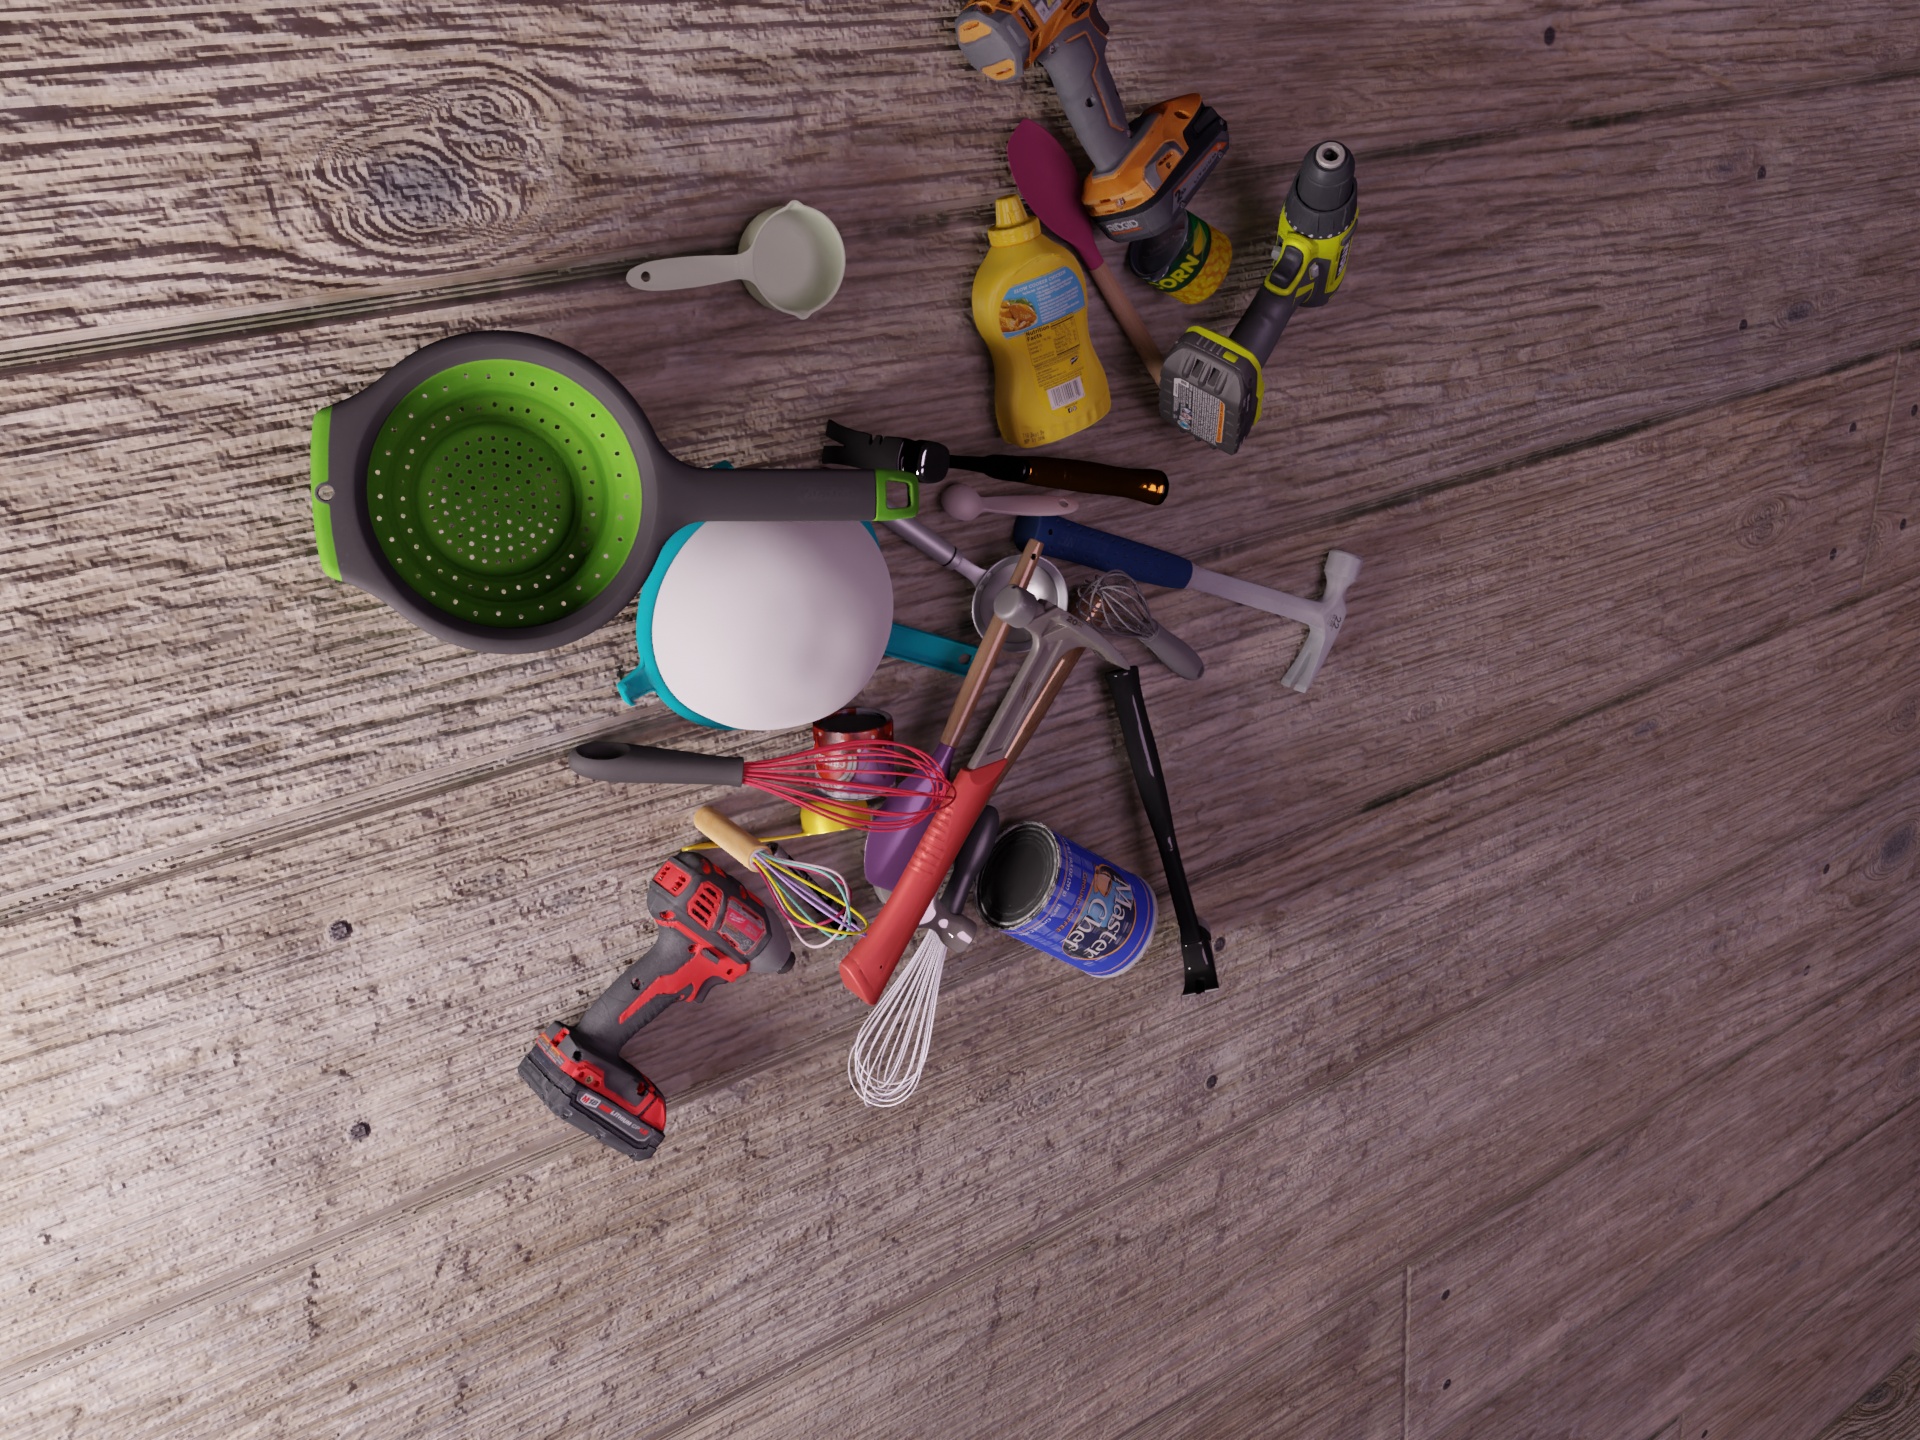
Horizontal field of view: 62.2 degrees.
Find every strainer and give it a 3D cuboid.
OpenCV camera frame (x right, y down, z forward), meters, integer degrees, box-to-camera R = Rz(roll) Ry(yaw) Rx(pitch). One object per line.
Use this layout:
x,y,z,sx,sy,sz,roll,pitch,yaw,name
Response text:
-0.081,-0.059,1.228,0.340,0.095,0.211,13,108,-42,strainer
-0.002,-0.131,1.309,0.258,0.050,0.087,32,95,-32,strainer

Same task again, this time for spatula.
-0.002,-0.004,1.313,0.059,0.018,0.316,23,94,-22,spatula

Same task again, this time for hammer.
0.213,-0.126,1.459,0.405,0.035,0.144,11,99,-36,hammer
0.048,-0.204,1.295,0.336,0.127,0.034,-2,106,-44,hammer
0.032,0.028,1.375,0.130,0.031,0.331,35,80,-17,hammer
0.189,0.103,1.484,0.035,0.146,0.334,-14,110,10,hammer
0.008,0.072,1.314,0.149,0.037,0.359,29,89,-42,hammer

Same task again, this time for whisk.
-0.026,0.207,1.400,0.070,0.070,0.284,24,87,-38,whisk
-0.140,0.107,1.165,0.047,0.245,0.051,-26,119,-25,whisk
-0.147,0.041,1.208,0.295,0.073,0.073,5,104,-12,whisk
0.166,-0.077,1.411,0.238,0.055,0.055,30,88,-55,whisk

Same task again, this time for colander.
-0.226,-0.151,1.078,0.397,0.094,0.204,-3,95,-22,colander

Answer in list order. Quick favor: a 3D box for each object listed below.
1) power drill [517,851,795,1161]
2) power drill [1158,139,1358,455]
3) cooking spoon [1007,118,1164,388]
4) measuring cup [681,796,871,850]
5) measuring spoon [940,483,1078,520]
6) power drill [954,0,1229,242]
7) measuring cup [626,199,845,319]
-0.230,0.225,1.255,0.143,0.079,0.220,44,77,-37,power drill
0.258,-0.354,1.327,0.228,0.080,0.190,-57,167,-9,power drill
0.125,-0.360,1.327,0.318,0.017,0.069,49,57,-36,cooking spoon
-0.149,0.082,1.282,0.156,0.062,0.029,-7,88,-20,measuring cup
0.044,-0.182,1.312,0.124,0.034,0.018,-2,148,-23,measuring spoon
0.116,-0.513,1.234,0.226,0.084,0.185,45,71,-31,power drill
-0.164,-0.324,1.133,0.167,0.038,0.083,-15,114,-28,measuring cup
